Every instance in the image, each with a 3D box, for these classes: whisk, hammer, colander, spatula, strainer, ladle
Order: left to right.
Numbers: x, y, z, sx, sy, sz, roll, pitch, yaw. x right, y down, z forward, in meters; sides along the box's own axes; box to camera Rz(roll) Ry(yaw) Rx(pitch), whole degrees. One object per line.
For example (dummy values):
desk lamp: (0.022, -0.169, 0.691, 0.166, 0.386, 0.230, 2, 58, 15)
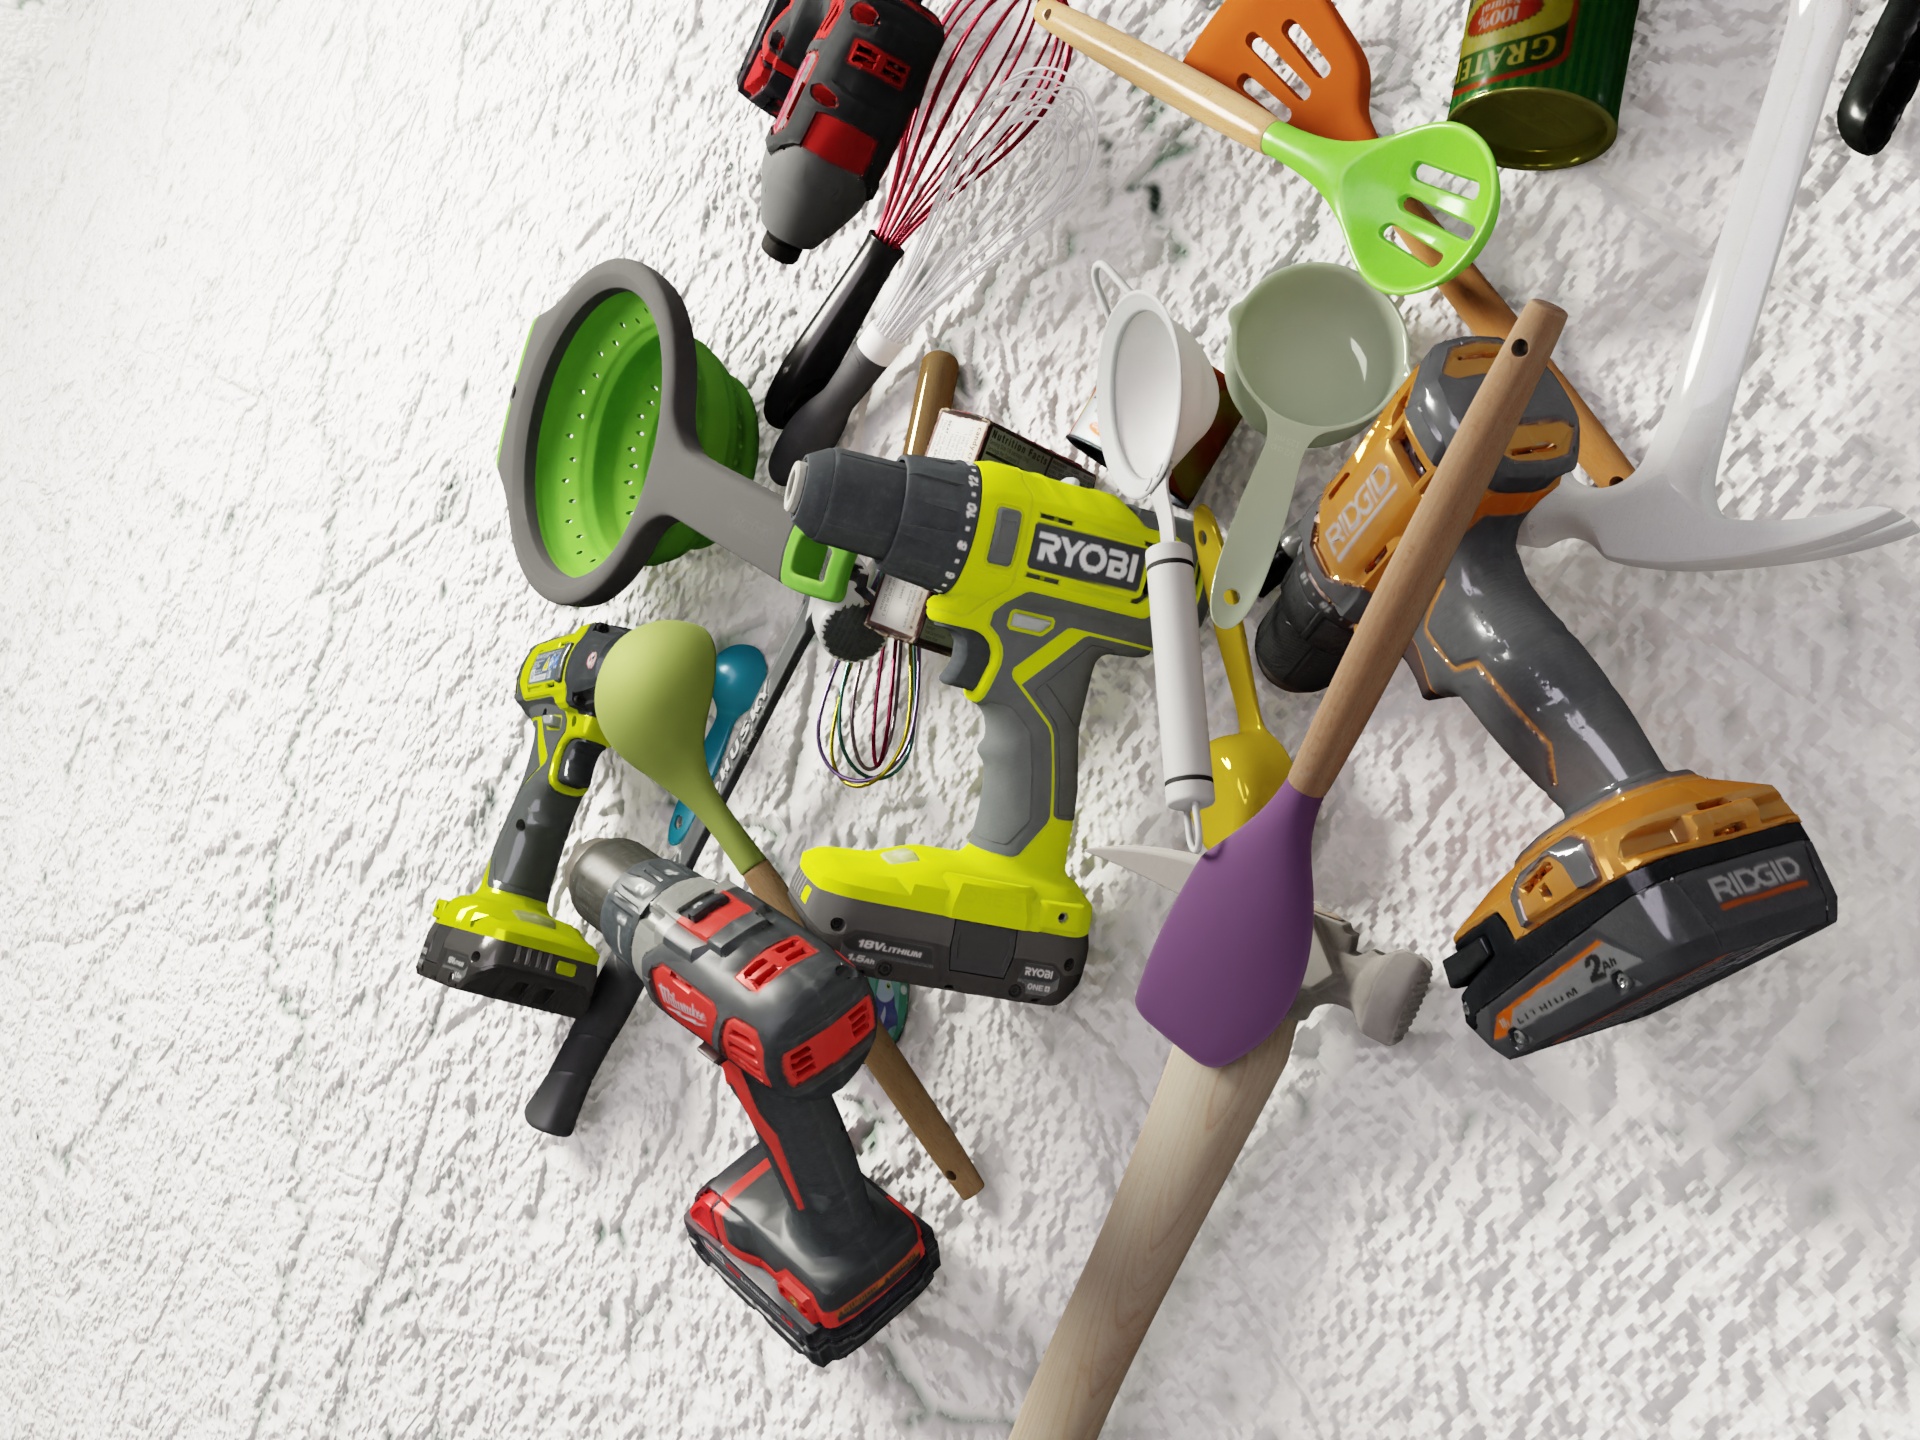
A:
hammer: (-0.156, 0.075, 0.891, 0.409, 0.036, 0.149, -60, 27, 19)
colander: (-0.140, -0.135, 0.896, 0.397, 0.094, 0.204, 32, 108, 48)
ladle: (-0.078, 0.089, 0.775, 0.078, 0.062, 0.320, -38, 84, 35)
whisk: (-0.030, -0.284, 0.889, 0.295, 0.073, 0.073, -53, 51, 23)
whisk: (-0.028, -0.082, 0.843, 0.047, 0.051, 0.245, -18, 59, 65)
whisk: (-0.026, -0.231, 0.867, 0.284, 0.070, 0.070, -46, 53, 31)
hammer: (0.050, 0.256, 0.671, 0.146, 0.038, 0.410, 25, 98, 26)
strainer: (0.085, -0.072, 0.646, 0.087, 0.050, 0.259, 129, 141, -66)
spatula: (0.133, 0.004, 0.557, 0.060, 0.018, 0.315, 36, 125, 26)
spatula: (0.196, -0.207, 0.680, 0.081, 0.041, 0.323, -45, 54, 31)
hammer: (0.307, -0.248, 0.553, 0.144, 0.035, 0.405, 20, 97, 43)

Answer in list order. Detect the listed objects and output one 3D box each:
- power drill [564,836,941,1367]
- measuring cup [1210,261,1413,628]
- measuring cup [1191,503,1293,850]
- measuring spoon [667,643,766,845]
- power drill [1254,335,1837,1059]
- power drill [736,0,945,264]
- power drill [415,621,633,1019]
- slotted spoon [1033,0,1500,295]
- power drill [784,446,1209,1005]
power drill: (-0.101, 0.164, 0.730, 0.188, 0.080, 0.226, 25, 136, 42)
measuring cup: (0.136, -0.113, 0.681, 0.083, 0.038, 0.167, 20, 82, 2)
measuring cup: (0.108, -0.015, 0.677, 0.062, 0.029, 0.156, 160, 99, -70)
measuring spoon: (-0.152, 0.014, 0.936, 0.042, 0.021, 0.128, 26, 95, 42)
power drill: (0.188, 0.003, 0.582, 0.185, 0.084, 0.226, 118, 136, -58)
power drill: (-0.069, -0.341, 0.858, 0.143, 0.078, 0.220, -57, 24, 30)
power drill: (-0.235, 0.053, 0.931, 0.171, 0.080, 0.223, -4, 68, 58)
slotted spoon: (0.126, -0.275, 0.720, 0.314, 0.031, 0.070, 47, 121, 38)
power drill: (-0.001, -0.002, 0.707, 0.080, 0.190, 0.228, -155, 78, -73)
